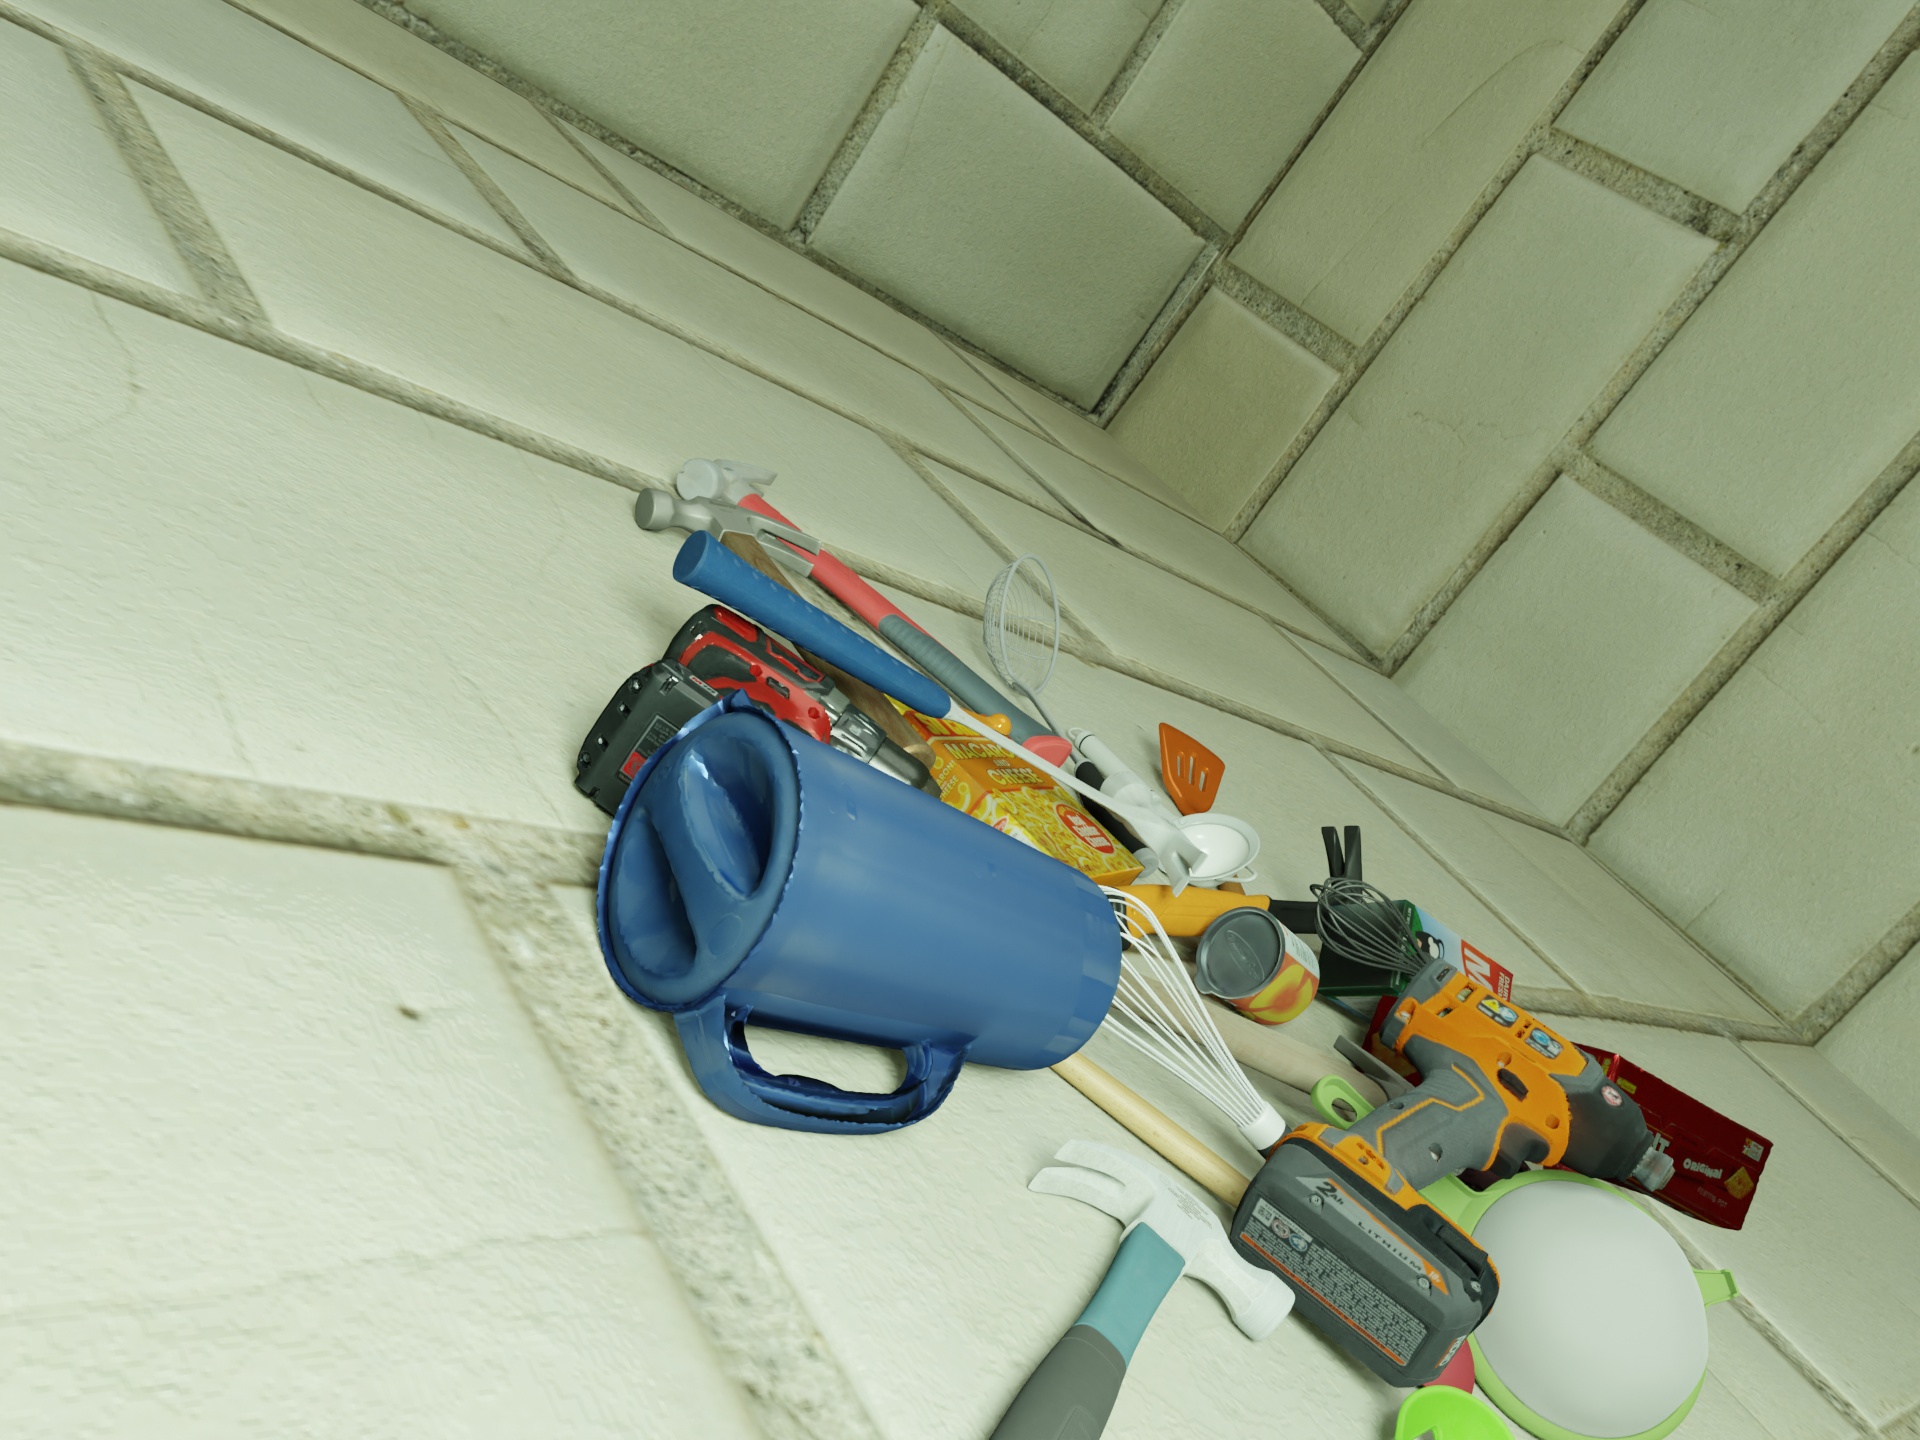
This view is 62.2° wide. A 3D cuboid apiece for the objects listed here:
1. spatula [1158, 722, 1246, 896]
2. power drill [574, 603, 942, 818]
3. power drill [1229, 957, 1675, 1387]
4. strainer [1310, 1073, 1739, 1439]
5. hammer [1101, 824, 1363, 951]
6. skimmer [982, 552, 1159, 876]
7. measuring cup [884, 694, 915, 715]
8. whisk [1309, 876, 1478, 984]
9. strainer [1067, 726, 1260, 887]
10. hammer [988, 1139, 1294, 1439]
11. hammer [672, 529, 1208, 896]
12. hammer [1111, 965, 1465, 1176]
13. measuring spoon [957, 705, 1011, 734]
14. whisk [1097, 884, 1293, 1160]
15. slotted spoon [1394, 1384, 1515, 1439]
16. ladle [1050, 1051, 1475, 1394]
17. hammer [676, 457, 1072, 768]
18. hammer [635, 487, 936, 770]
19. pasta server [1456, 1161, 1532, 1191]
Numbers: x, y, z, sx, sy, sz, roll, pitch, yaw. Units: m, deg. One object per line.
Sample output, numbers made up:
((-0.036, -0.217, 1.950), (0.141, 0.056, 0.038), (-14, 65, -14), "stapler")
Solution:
((0.220, 0.100, 1.361), (0.081, 0.041, 0.323), (32, 18, -18), "spatula")
((-0.101, 0.020, 0.887), (0.188, 0.080, 0.227), (36, 14, -3), "power drill")
((0.261, 0.231, 0.820), (0.164, 0.084, 0.226), (35, 43, 25), "power drill")
((0.305, 0.277, 0.869), (0.256, 0.069, 0.151), (40, 61, 13), "strainer")
((0.203, 0.133, 1.159), (0.034, 0.127, 0.336), (-4, -8, 41), "hammer")
((0.105, -0.009, 1.337), (0.364, 0.090, 0.127), (60, -3, 48), "skimmer")
((-0.079, -0.015, 1.093), (0.156, 0.029, 0.062), (15, 27, -52), "measuring cup")
((0.330, 0.175, 1.131), (0.238, 0.055, 0.055), (34, 16, -27), "whisk")
((0.163, 0.073, 1.319), (0.087, 0.050, 0.259), (-23, 41, -19), "strainer")
((0.050, 0.256, 0.623), (0.128, 0.033, 0.331), (41, 17, 12), "hammer")
((-0.002, -0.003, 1.007), (0.405, 0.035, 0.144), (30, 11, -29), "hammer")
((0.119, 0.170, 0.959), (0.410, 0.038, 0.146), (26, 4, -22), "hammer")
((-0.003, -0.010, 1.118), (0.116, 0.011, 0.021), (19, 23, -45), "measuring spoon")
((0.144, 0.197, 0.865), (0.284, 0.070, 0.070), (48, 15, -9), "whisk")
((0.150, 0.324, 0.649), (0.313, 0.031, 0.070), (15, 42, -46), "slotted spoon")
((0.148, 0.251, 0.845), (0.315, 0.031, 0.069), (36, 20, 6), "ladle")
((-0.060, -0.089, 1.314), (0.386, 0.038, 0.143), (40, 16, 11), "hammer")
((-0.108, -0.066, 1.110), (0.130, 0.031, 0.332), (4, 32, -40), "hammer")
((0.284, 0.292, 1.007), (0.316, 0.040, 0.060), (14, 27, -43), "pasta server")
